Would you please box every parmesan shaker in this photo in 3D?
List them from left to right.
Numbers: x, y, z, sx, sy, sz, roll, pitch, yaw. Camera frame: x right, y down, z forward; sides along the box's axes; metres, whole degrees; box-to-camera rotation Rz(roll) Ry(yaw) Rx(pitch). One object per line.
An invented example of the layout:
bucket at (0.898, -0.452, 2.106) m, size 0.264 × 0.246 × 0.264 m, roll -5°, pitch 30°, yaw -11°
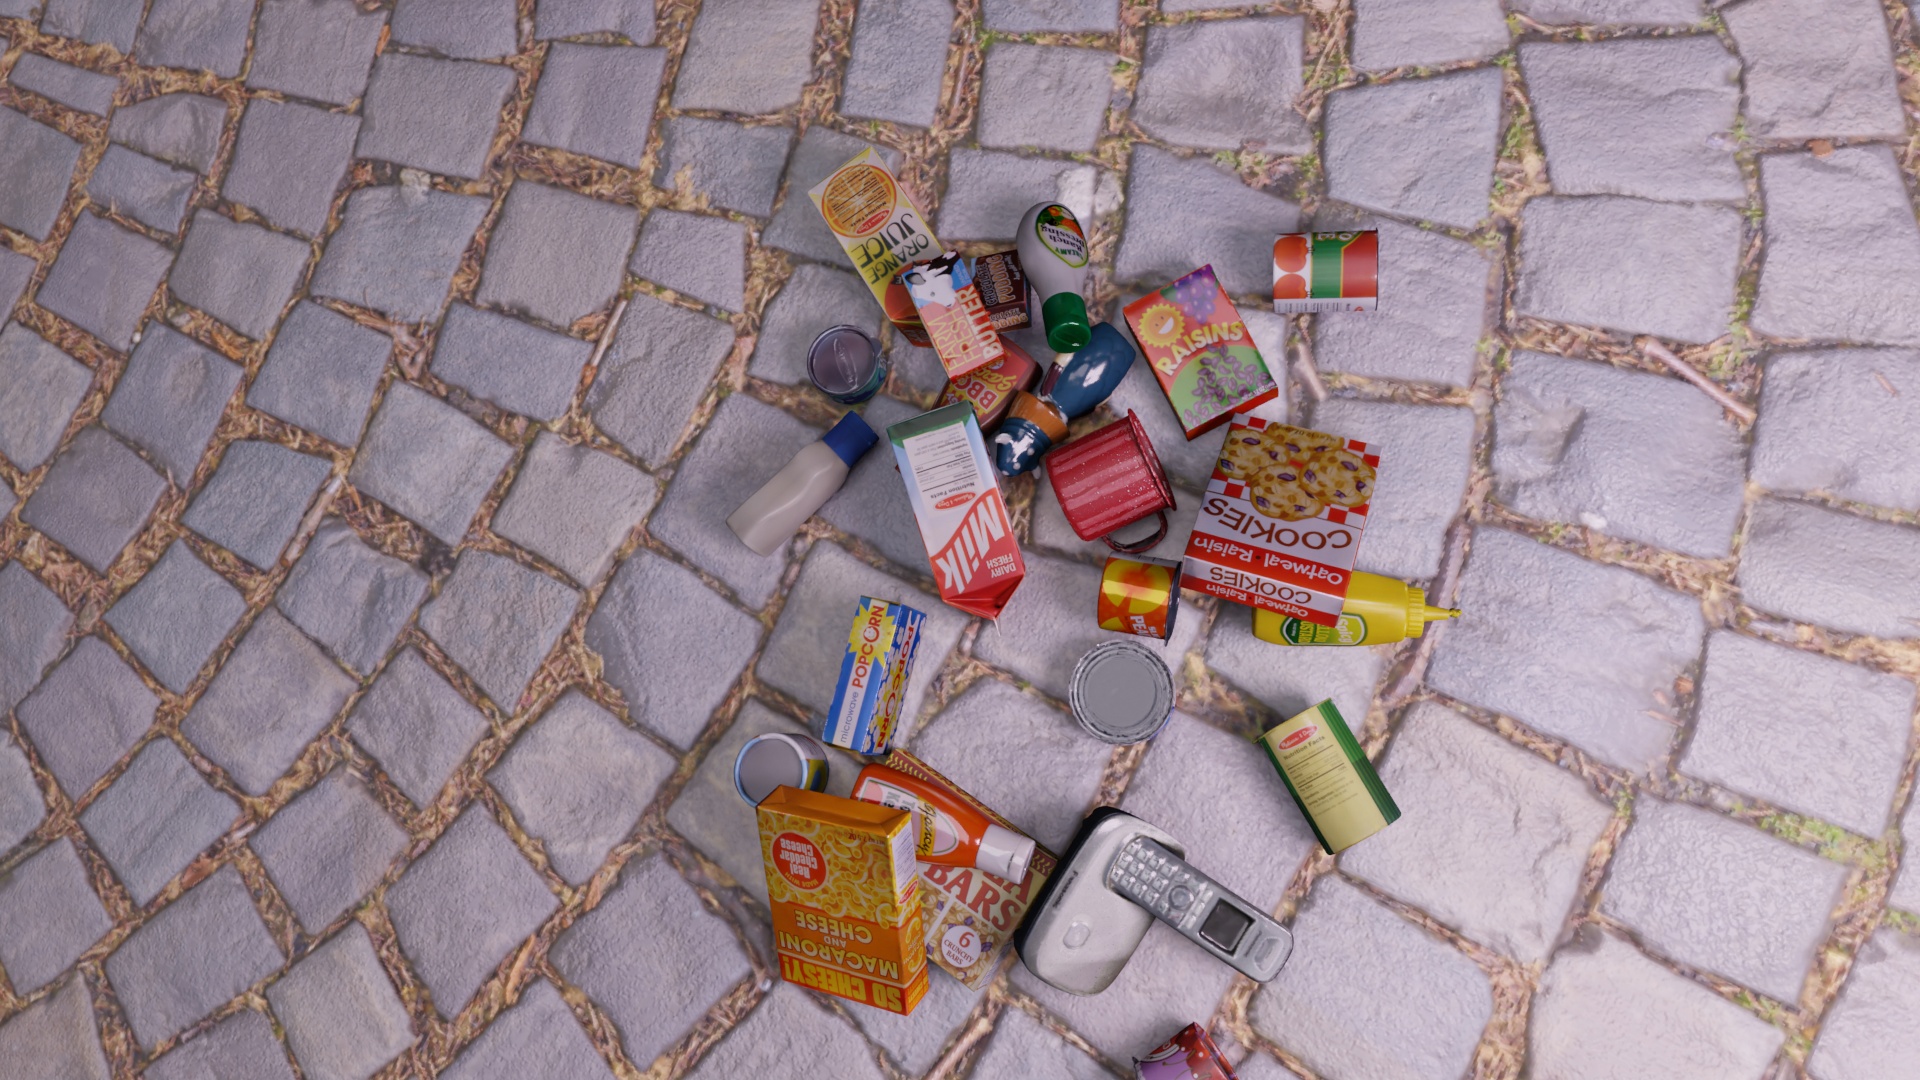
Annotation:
parmesan shaker at (0.282, 0.183, 1.072) m, size 0.071 × 0.071 × 0.103 m, roll -31°, pitch 75°, yaw 6°

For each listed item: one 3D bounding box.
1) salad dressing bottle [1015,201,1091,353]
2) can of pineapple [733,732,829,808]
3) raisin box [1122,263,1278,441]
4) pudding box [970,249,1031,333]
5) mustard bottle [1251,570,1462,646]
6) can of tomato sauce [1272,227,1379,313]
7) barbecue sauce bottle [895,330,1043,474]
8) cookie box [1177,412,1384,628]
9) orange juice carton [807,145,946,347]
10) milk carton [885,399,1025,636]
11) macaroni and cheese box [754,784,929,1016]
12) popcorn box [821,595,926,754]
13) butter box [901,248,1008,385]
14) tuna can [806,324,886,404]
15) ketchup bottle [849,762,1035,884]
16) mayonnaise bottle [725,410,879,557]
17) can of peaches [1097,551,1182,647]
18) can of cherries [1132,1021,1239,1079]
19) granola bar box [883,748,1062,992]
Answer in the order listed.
salad dressing bottle at (0.083, -0.223, 1.175) m, size 0.043 × 0.064 × 0.148 m, roll -47°, pitch 38°, yaw 42°
can of pineapple at (-0.152, 0.197, 1.173) m, size 0.071 × 0.058 × 0.071 m, roll -2°, pitch 80°, yaw 13°
raisin box at (0.201, -0.158, 1.168) m, size 0.086 × 0.040 × 0.123 m, roll -27°, pitch 76°, yaw 8°
pudding box at (0.035, -0.215, 1.201) m, size 0.049 × 0.030 × 0.084 m, roll -10°, pitch 43°, yaw 11°
mustard bottle at (0.310, 0.054, 1.089) m, size 0.160 × 0.065 × 0.049 m, roll 2°, pitch 49°, yaw 11°
can of tomato sauce at (0.300, -0.223, 1.142) m, size 0.083 × 0.071 × 0.071 m, roll 1°, pitch 80°, yaw 14°
barbecue sauce bottle at (0.003, -0.109, 1.202) m, size 0.065 × 0.043 × 0.148 m, roll 39°, pitch 91°, yaw 20°
cookie box at (0.253, -0.019, 1.089) m, size 0.123 × 0.040 × 0.168 m, roll 15°, pitch 51°, yaw 15°
orange juice carton at (-0.050, -0.244, 1.225) m, size 0.073 × 0.071 × 0.193 m, roll -34°, pitch 74°, yaw 5°
milk carton at (0.004, -0.014, 1.147) m, size 0.073 × 0.072 × 0.190 m, roll -18°, pitch 91°, yaw 4°
macaroni and cheese box at (-0.092, 0.284, 1.102) m, size 0.124 × 0.040 × 0.165 m, roll 6°, pitch 113°, yaw 27°
popcorn box at (-0.071, 0.114, 1.156) m, size 0.038 × 0.085 × 0.127 m, roll 13°, pitch 83°, yaw 16°
butter box at (-0.005, -0.185, 1.153) m, size 0.053 × 0.024 × 0.103 m, roll -25°, pitch 77°, yaw 4°
tuna can at (-0.099, -0.158, 1.240) m, size 0.071 × 0.033 × 0.071 m, roll -2°, pitch 80°, yaw 13°
ketchup bottle at (-0.016, 0.229, 1.102) m, size 0.149 × 0.043 × 0.064 m, roll 18°, pitch 95°, yaw 14°
mayonnaise bottle at (-0.136, -0.051, 1.216) m, size 0.148 × 0.064 × 0.041 m, roll -44°, pitch 70°, yaw -2°
can of peaches at (0.145, 0.047, 1.128) m, size 0.058 × 0.071 × 0.071 m, roll 10°, pitch 82°, yaw 15°
can of cherries at (0.173, 0.408, 1.055) m, size 0.058 × 0.071 × 0.071 m, roll -38°, pitch 74°, yaw 4°
granola bar box at (-0.018, 0.267, 1.139) m, size 0.166 × 0.039 × 0.124 m, roll 32°, pitch 88°, yaw 16°
